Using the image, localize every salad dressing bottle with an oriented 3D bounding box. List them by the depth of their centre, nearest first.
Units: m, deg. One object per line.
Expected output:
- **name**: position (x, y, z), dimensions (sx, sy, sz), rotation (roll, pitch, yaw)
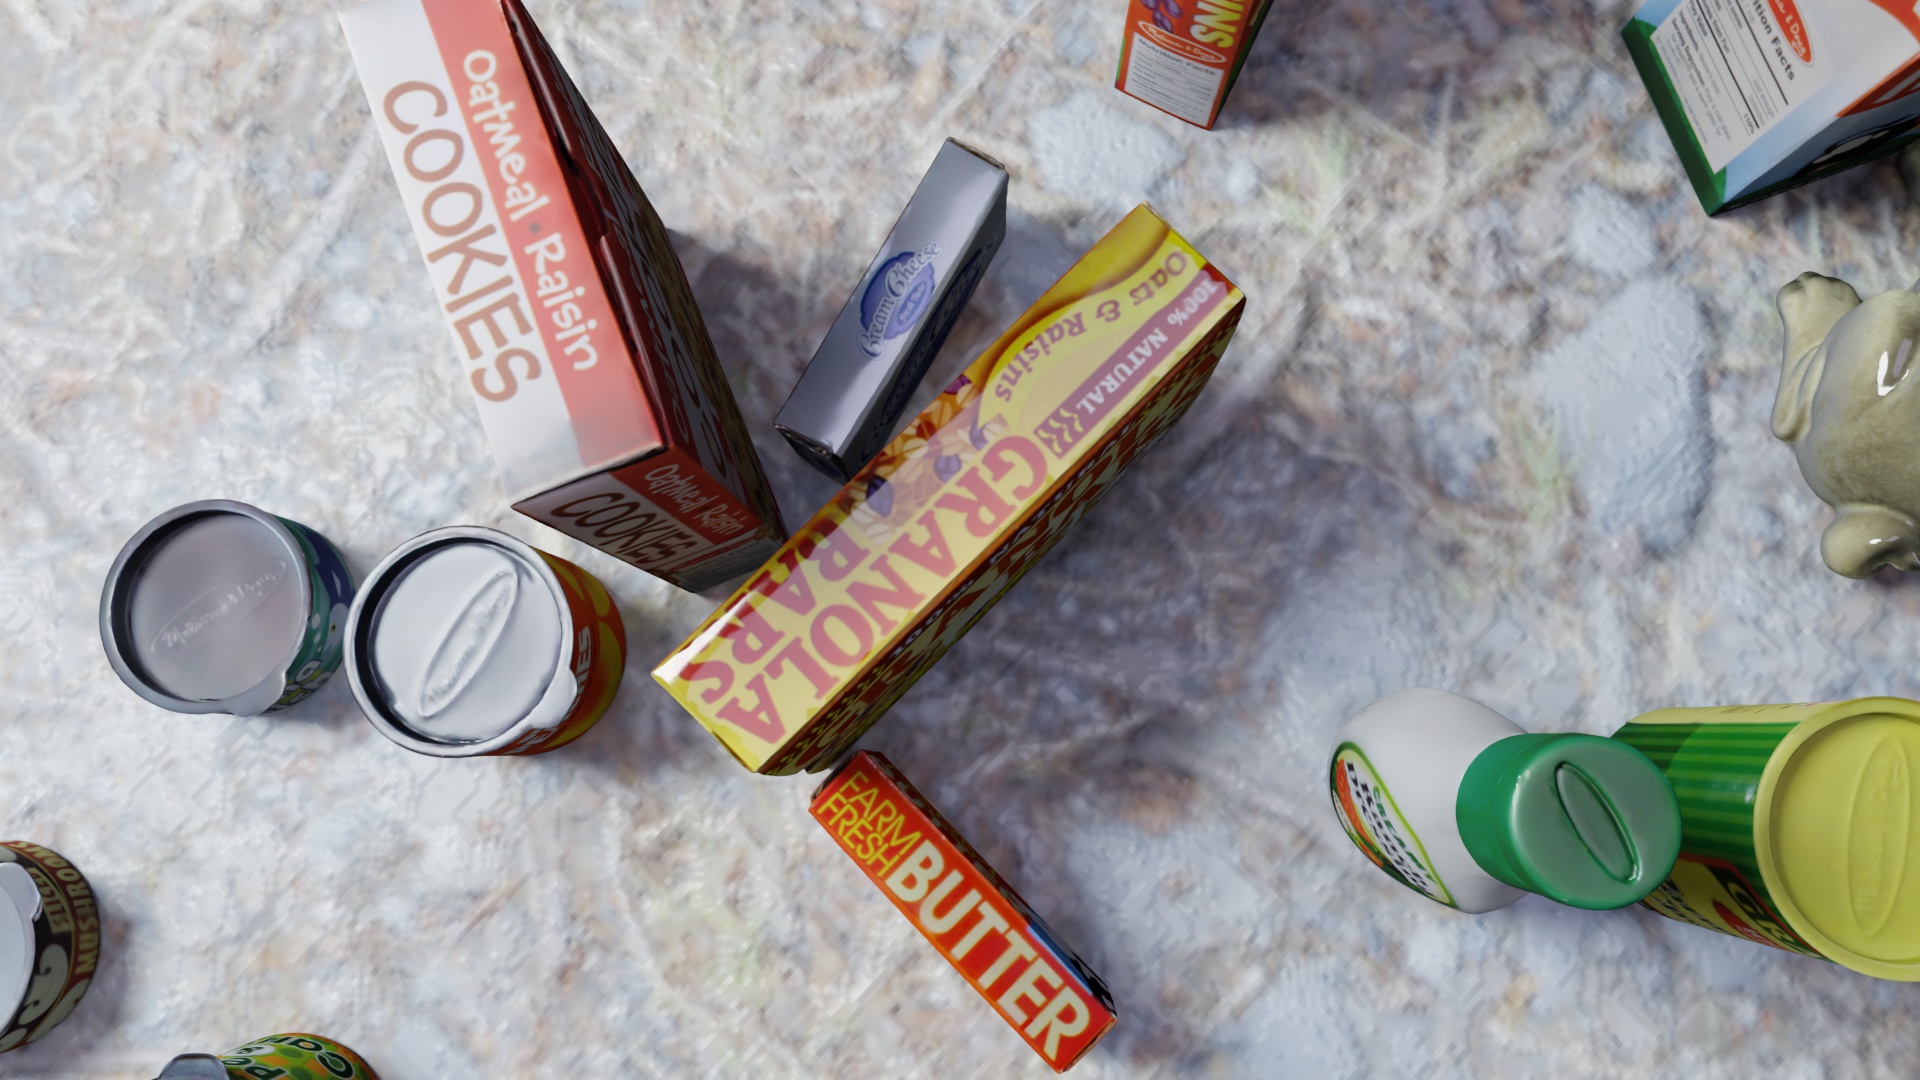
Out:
- **salad dressing bottle**: position (0.134, 0.068, 0.360), dimensions (0.044, 0.147, 0.064), rotation (-29, 82, -2)

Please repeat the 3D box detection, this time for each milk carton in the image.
- **milk carton**: position (0.264, -0.164, 0.371), dimensions (0.072, 0.190, 0.073), rotation (-19, 81, -1)

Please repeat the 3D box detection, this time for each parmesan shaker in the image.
- **parmesan shaker**: position (0.225, 0.078, 0.378), dimensions (0.071, 0.103, 0.071), rotation (0, 81, 2)

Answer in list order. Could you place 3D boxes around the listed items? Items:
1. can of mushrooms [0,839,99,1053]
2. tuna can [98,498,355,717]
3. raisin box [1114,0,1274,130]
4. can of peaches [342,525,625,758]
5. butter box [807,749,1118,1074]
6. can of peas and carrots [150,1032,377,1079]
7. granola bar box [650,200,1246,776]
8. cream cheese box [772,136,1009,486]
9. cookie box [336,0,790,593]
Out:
- **can of mushrooms**: position (-0.301, 0.124, 0.422), dimensions (0.071, 0.033, 0.071), rotation (0, 81, 2)
- **tuna can**: position (-0.227, 0.024, 0.436), dimensions (0.071, 0.033, 0.071), rotation (0, 81, 2)
- **raisin box**: position (0.084, -0.191, 0.415), dimensions (0.040, 0.123, 0.086), rotation (26, 83, 6)
- **can of peaches**: position (-0.139, 0.034, 0.419), dimensions (0.071, 0.058, 0.071), rotation (0, 81, 2)
- **butter box**: position (0.000, 0.105, 0.406), dimensions (0.024, 0.053, 0.103), rotation (-45, 82, -5)
- **can of peas and carrots**: position (-0.207, 0.178, 0.398), dimensions (0.071, 0.058, 0.071), rotation (0, 81, 2)
- **granola bar box**: position (0.001, -0.005, 0.387), dimensions (0.166, 0.124, 0.039), rotation (-44, 83, -5)
- **cream cheese box**: position (-0.019, -0.068, 0.434), dimensions (0.024, 0.053, 0.104), rotation (29, 83, 6)
- **cookie box**: position (-0.095, -0.057, 0.377), dimensions (0.040, 0.167, 0.123), rotation (-22, 81, -1)
